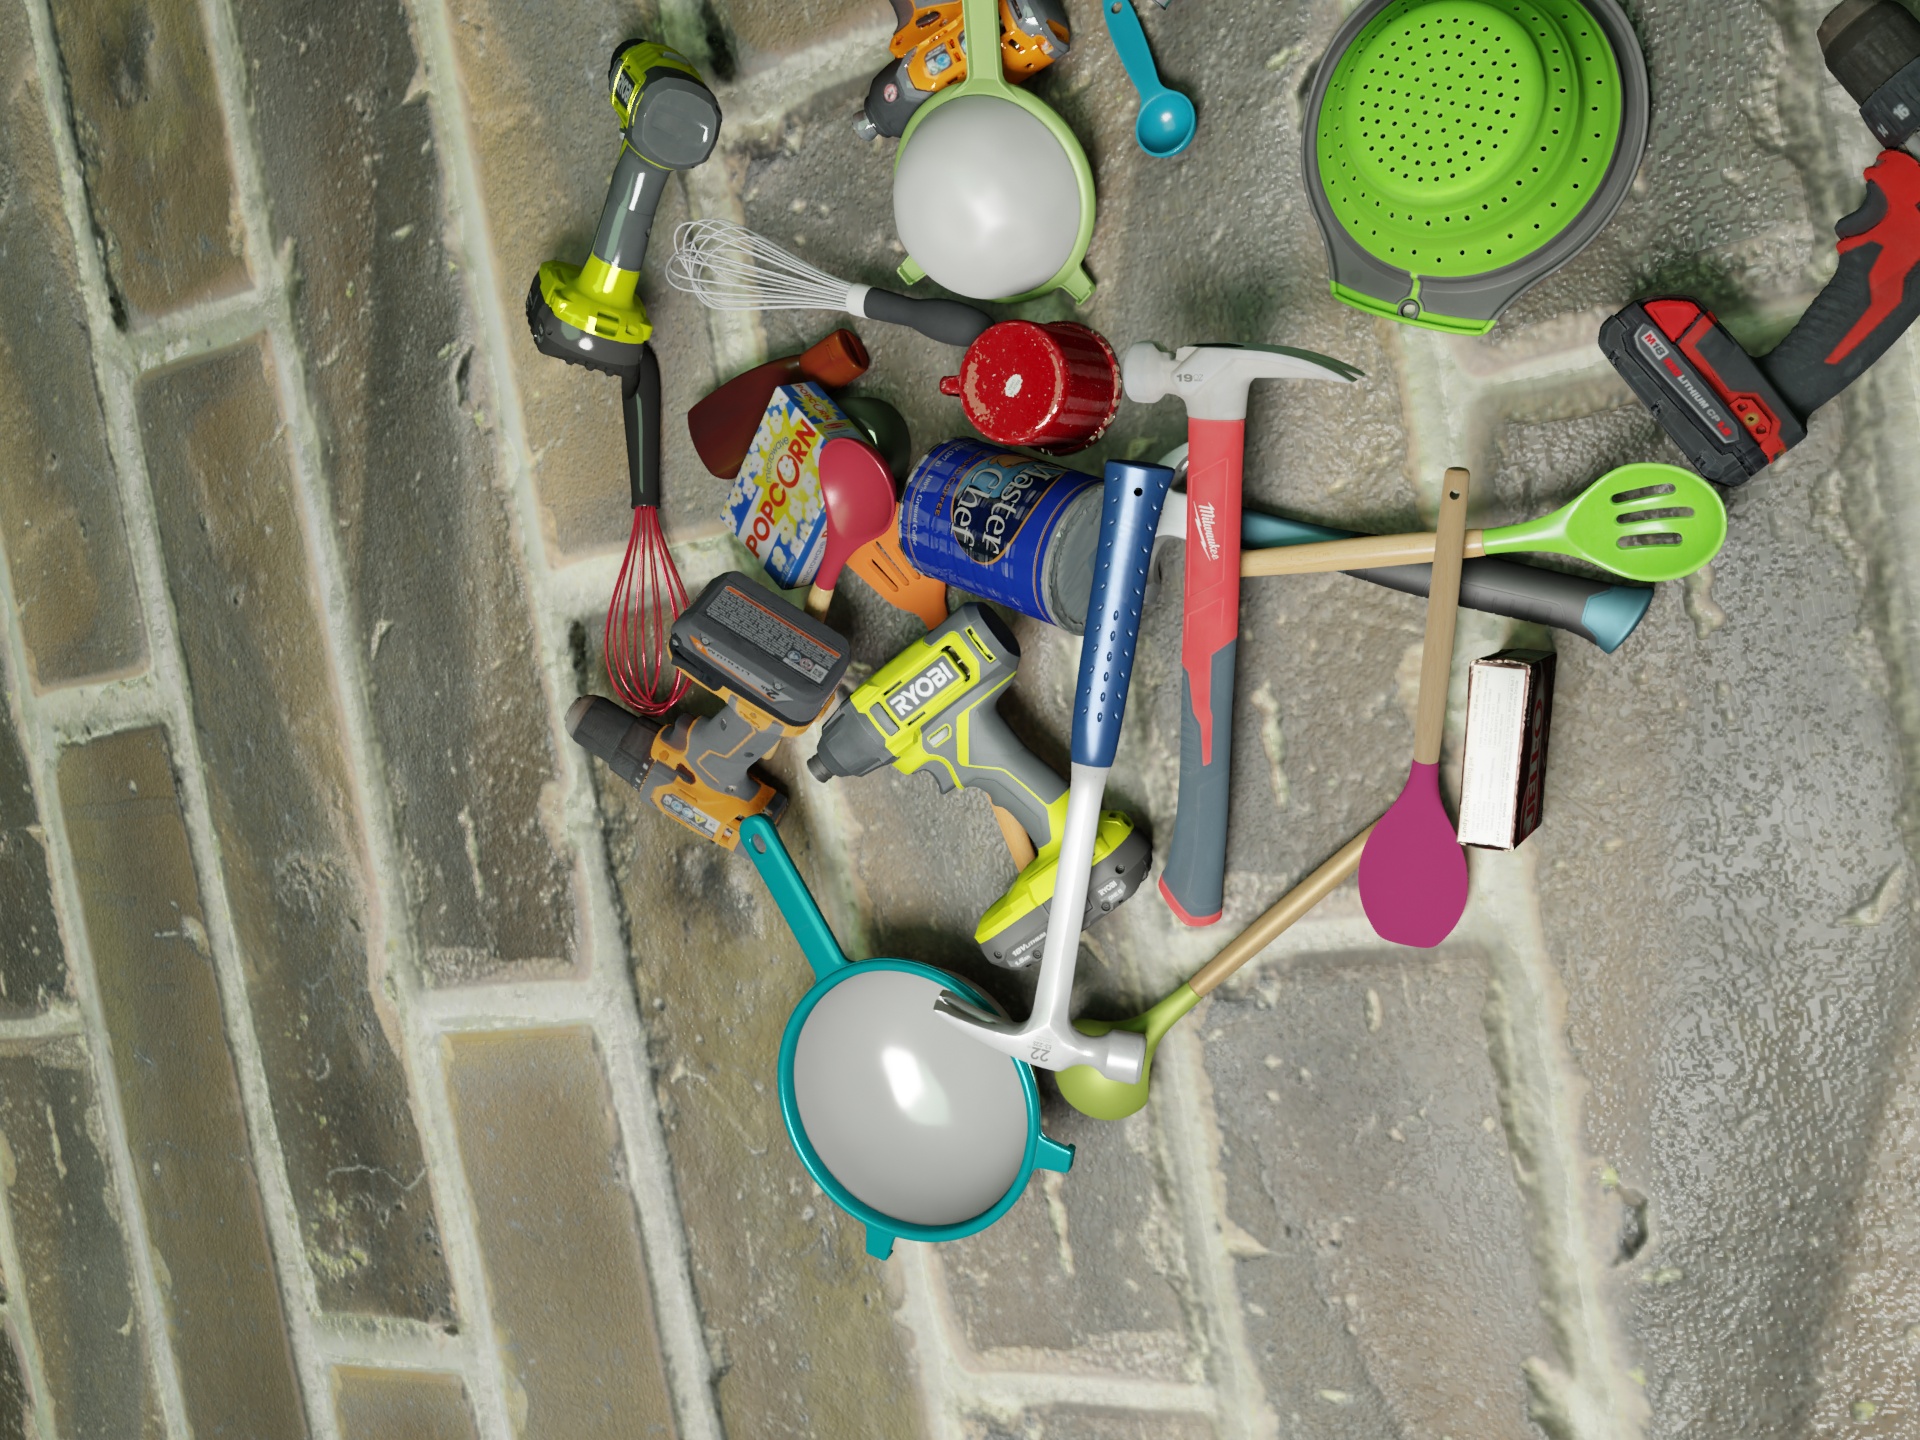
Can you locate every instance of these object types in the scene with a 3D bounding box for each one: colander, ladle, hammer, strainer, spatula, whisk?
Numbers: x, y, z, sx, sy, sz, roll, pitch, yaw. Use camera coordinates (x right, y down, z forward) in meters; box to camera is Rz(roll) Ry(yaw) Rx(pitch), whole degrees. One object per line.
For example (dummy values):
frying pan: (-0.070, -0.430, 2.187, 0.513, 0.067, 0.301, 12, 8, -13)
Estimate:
colander: (0.307, -0.426, 0.902, 0.205, 0.094, 0.397, 22, 107, 24)
ladle: (-0.105, -0.079, 1.157, 0.069, 0.031, 0.315, 40, 134, 16)
hammer: (0.173, -0.043, 1.015, 0.143, 0.038, 0.386, 10, 113, 28)
strainer: (-0.055, 0.212, 1.183, 0.211, 0.095, 0.340, -34, 82, 26)
spatula: (-0.002, -0.004, 1.158, 0.081, 0.041, 0.322, -24, 87, 44)
hammer: (0.076, 0.037, 1.018, 0.144, 0.035, 0.405, 10, 106, 7)
hammer: (0.261, -0.102, 1.008, 0.331, 0.033, 0.128, 17, 106, 25)
whisk: (-0.098, -0.309, 1.148, 0.285, 0.070, 0.070, 21, 106, 25)
whisk: (-0.248, -0.150, 1.263, 0.073, 0.073, 0.296, -3, 89, 28)
strainer: (0.006, -0.383, 1.027, 0.151, 0.069, 0.256, 14, 131, 24)
ladle: (0.183, 0.165, 1.089, 0.320, 0.062, 0.078, -45, 77, 19)

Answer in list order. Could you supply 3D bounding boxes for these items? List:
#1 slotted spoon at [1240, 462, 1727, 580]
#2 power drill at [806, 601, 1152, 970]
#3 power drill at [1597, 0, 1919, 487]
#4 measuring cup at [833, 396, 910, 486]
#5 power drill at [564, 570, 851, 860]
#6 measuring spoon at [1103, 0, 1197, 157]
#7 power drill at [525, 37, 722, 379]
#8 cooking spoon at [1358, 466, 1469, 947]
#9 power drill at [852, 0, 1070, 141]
slotted spoon: (0.289, -0.107, 0.957, 0.314, 0.031, 0.070, -3, 112, 31)
power drill: (0.012, 0.053, 1.102, 0.171, 0.080, 0.223, -37, 92, 17)
power drill: (0.460, -0.255, 0.858, 0.226, 0.080, 0.188, -39, 79, 24)
measuring cup: (-0.103, -0.167, 1.189, 0.083, 0.038, 0.167, 43, 112, 17)
power drill: (-0.194, -0.008, 1.184, 0.185, 0.084, 0.226, 32, 136, -1)
measuring spoon: (0.124, -0.427, 1.050, 0.042, 0.021, 0.129, -26, 75, 29)
power drill: (-0.255, -0.392, 1.193, 0.228, 0.080, 0.191, -64, 32, 24)
cooking spoon: (0.289, 0.001, 0.979, 0.069, 0.017, 0.318, 9, 116, 23)
power drill: (-0.038, -0.519, 1.085, 0.164, 0.084, 0.226, -23, 90, 29)
